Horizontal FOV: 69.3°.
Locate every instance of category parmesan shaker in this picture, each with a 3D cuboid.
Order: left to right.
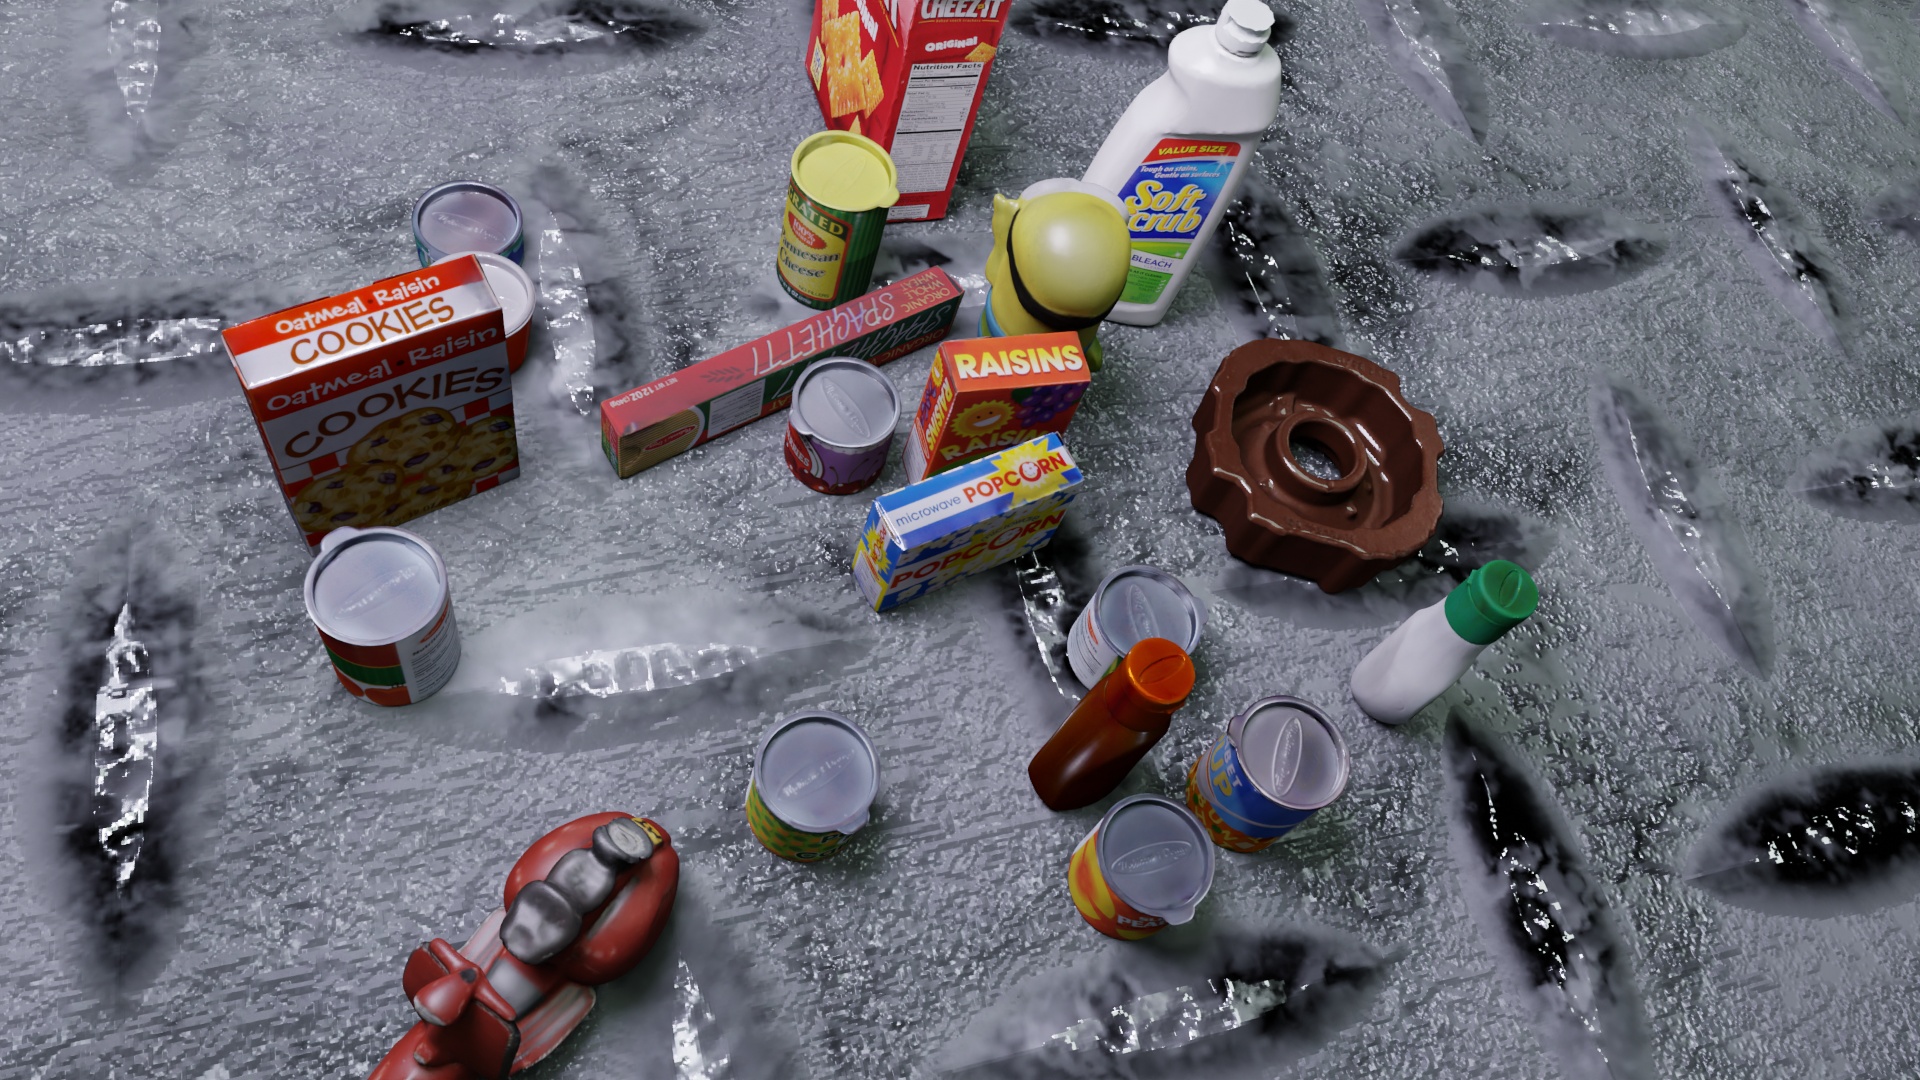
[{"bbox_3d":[-0.081,-0.204,0.905,0.071,0.102,0.071,6,60,-11],"label":"parmesan shaker"}]

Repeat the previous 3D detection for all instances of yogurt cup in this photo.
[{"bbox_3d":[-0.291,-0.132,0.839,0.072,0.053,0.073,6,60,-11],"label":"yogurt cup"}]

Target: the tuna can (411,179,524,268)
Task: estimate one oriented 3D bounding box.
[{"bbox_3d":[-0.312,-0.191,0.880,0.071,0.032,0.071,6,60,-11],"label":"tuna can"}]

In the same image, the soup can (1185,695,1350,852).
[{"bbox_3d":[0.170,0.133,0.788,0.071,0.083,0.071,6,60,-11],"label":"soup can"}]

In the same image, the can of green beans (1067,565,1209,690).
[{"bbox_3d":[0.103,0.057,0.829,0.071,0.057,0.071,6,60,-11],"label":"can of green beans"}]

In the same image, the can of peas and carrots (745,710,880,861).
[{"bbox_3d":[-0.078,0.133,0.739,0.071,0.058,0.071,6,60,-11],"label":"can of peas and carrots"}]

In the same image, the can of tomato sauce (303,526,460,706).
[{"bbox_3d":[-0.299,0.040,0.722,0.071,0.082,0.071,6,60,-11],"label":"can of tomato sauce"}]

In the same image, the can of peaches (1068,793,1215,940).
[{"bbox_3d":[0.098,0.181,0.757,0.071,0.057,0.071,6,60,-11],"label":"can of peaches"}]

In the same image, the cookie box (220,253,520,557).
[{"bbox_3d":[-0.303,-0.068,0.733,0.123,0.166,0.040,-25,70,-25],"label":"cookie box"}]

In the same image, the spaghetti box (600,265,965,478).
[{"bbox_3d":[-0.108,-0.109,0.875,0.251,0.050,0.029,-28,71,-26],"label":"spaghetti box"}]

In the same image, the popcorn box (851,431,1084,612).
[{"bbox_3d":[0.003,-0.010,0.826,0.127,0.084,0.038,-22,69,-24],"label":"popcorn box"}]

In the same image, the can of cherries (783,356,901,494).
[{"bbox_3d":[-0.076,-0.069,0.855,0.071,0.058,0.072,6,60,-11],"label":"can of cherries"}]

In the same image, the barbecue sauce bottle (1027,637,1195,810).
[{"bbox_3d":[0.084,0.099,0.747,0.065,0.147,0.044,-23,69,-24],"label":"barbecue sauce bottle"}]

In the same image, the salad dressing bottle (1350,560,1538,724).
[{"bbox_3d":[0.284,0.061,0.820,0.044,0.147,0.064,34,59,6],"label":"salad dressing bottle"}]

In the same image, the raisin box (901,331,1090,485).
[{"bbox_3d":[0.020,-0.074,0.844,0.086,0.122,0.040,-6,63,-18],"label":"raisin box"}]
